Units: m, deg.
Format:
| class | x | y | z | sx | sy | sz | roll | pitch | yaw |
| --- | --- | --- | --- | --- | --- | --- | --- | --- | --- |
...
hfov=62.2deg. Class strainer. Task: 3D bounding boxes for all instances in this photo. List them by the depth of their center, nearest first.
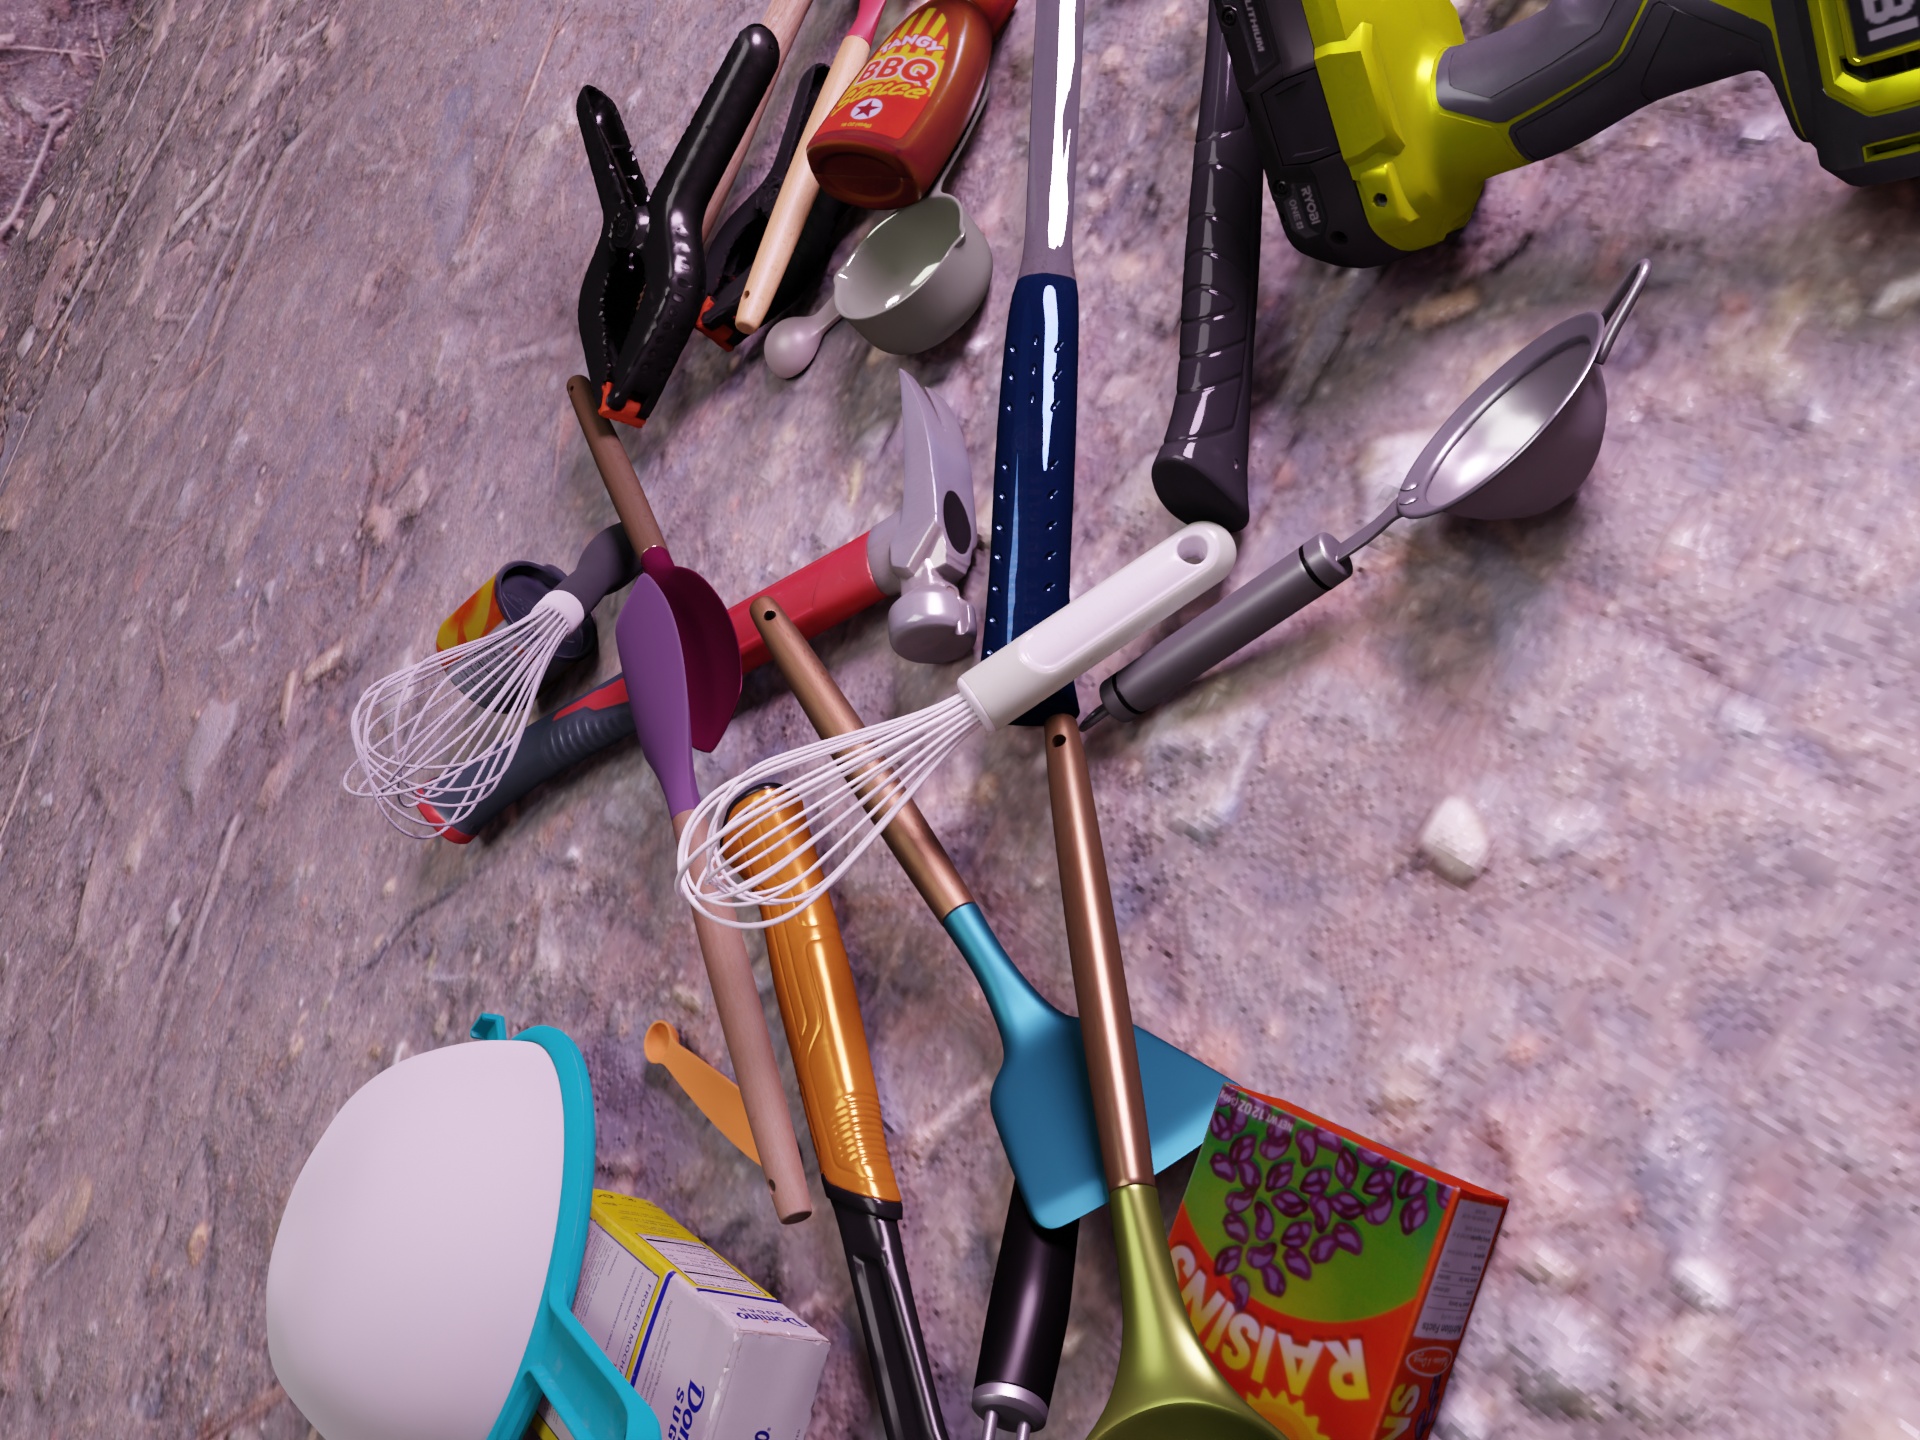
| class | x | y | z | sx | sy | sz | roll | pitch | yaw |
| --- | --- | --- | --- | --- | --- | --- | --- | --- | --- |
| strainer | 0.135 | -0.059 | 0.554 | 0.258 | 0.050 | 0.087 | -35 | 16 | 34 |
| strainer | -0.216 | 0.231 | 0.645 | 0.340 | 0.095 | 0.211 | 0 | 72 | 61 |

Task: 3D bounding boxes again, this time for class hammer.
| class | x | y | z | sx | sy | sz | roll | pitch | yaw |
| --- | --- | --- | --- | --- | --- | --- | --- | --- | --- |
| hammer | 0.109 | -0.240 | 0.619 | 0.035 | 0.146 | 0.335 | 0 | 83 | 43 |
| hammer | -0.039 | 0.159 | 0.621 | 0.127 | 0.034 | 0.337 | -39 | 50 | 25 |
| hammer | 0.032 | -0.197 | 0.685 | 0.144 | 0.035 | 0.406 | 1 | 74 | 10 |
| hammer | -0.149 | -0.033 | 0.804 | 0.386 | 0.038 | 0.143 | -25 | 56 | 33 |
| hammer | -0.127 | -0.341 | 0.904 | 0.331 | 0.031 | 0.130 | -62 | 21 | 10 |

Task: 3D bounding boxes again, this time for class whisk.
| class | x | y | z | sx | sy | sz | roll | pitch | yaw |
| --- | --- | --- | --- | --- | --- | --- | --- | --- | --- |
| whisk | -0.001 | -0.002 | 0.593 | 0.246 | 0.059 | 0.058 | -34 | 68 | -3 |
| whisk | -0.206 | -0.035 | 0.760 | 0.070 | 0.070 | 0.285 | -35 | 16 | 27 |

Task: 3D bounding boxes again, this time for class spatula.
| class | x | y | z | sx | sy | sz | roll | pitch | yaw |
| --- | --- | --- | --- | --- | --- | --- | --- | --- | --- |
| spatula | -0.012 | 0.050 | 0.613 | 0.082 | 0.044 | 0.318 | -28 | 56 | -11 |
| spatula | -0.110 | 0.062 | 0.679 | 0.059 | 0.018 | 0.316 | -52 | 47 | 39 |

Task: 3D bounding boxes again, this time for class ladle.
| class | x | y | z | sx | sy | sz | roll | pitch | yaw |
| --- | --- | --- | --- | --- | --- | --- | --- | --- | --- |
| ladle | 0.046 | 0.118 | 0.496 | 0.078 | 0.062 | 0.320 | -17 | 50 | 14 |
| ladle | -0.061 | -0.328 | 0.821 | 0.069 | 0.031 | 0.316 | -4 | 60 | 42 |

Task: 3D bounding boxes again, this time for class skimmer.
| class | x | y | z | sx | sy | sz | roll | pitch | yaw |
| --- | --- | --- | --- | --- | --- | --- | --- | --- | --- |
| skimmer | -0.009 | 0.261 | 0.444 | 0.090 | 0.127 | 0.364 | -60 | 8 | 36 |

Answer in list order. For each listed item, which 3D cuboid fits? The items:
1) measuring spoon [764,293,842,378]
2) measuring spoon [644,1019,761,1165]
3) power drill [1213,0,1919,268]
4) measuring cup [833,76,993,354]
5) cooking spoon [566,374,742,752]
| class | x | y | z | sx | sy | sz | roll | pitch | yaw |
| --- | --- | --- | --- | --- | --- | --- | --- | --- | --- |
| measuring spoon | -0.060 | -0.226 | 0.820 | 0.124 | 0.018 | 0.034 | -41 | 49 | 21 |
| measuring spoon | -0.104 | 0.165 | 0.697 | 0.117 | 0.011 | 0.021 | 28 | 96 | 42 |
| power drill | 0.197 | -0.246 | 0.492 | 0.228 | 0.190 | 0.080 | -3 | 27 | 46 |
| measuring cup | -0.006 | -0.246 | 0.775 | 0.083 | 0.038 | 0.168 | -5 | 54 | 40 |
| cooking spoon | -0.160 | -0.096 | 0.805 | 0.068 | 0.017 | 0.319 | -61 | 39 | 27 |
